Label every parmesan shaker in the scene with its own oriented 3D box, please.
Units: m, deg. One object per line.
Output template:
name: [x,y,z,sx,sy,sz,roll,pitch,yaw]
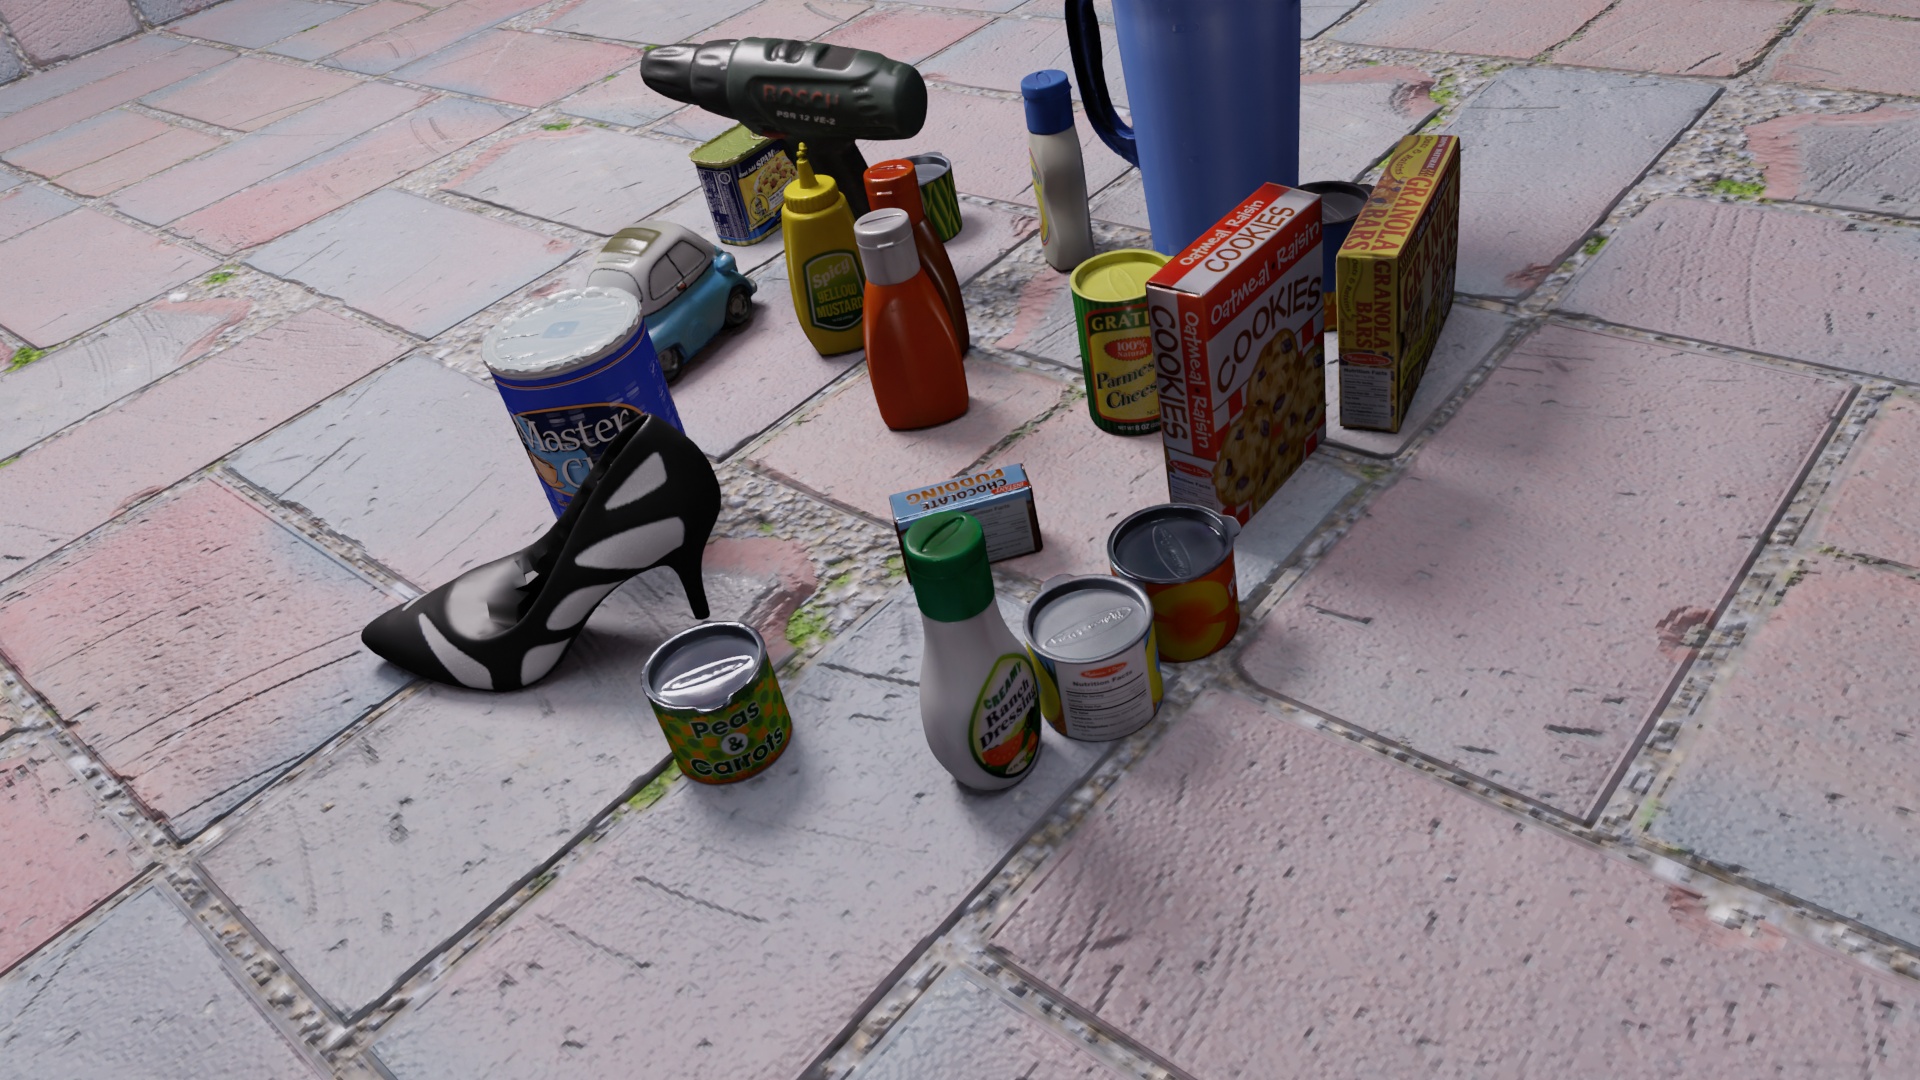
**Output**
parmesan shaker: [0.113,-0.128,0.899,0.071,0.102,0.072,-8,37,6]

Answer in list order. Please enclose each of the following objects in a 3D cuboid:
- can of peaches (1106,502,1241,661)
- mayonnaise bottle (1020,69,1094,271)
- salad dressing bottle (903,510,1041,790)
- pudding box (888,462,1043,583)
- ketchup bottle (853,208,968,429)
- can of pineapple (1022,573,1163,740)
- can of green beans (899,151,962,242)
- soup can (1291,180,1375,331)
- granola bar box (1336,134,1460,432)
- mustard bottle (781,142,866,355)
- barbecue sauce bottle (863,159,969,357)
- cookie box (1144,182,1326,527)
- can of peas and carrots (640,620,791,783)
can of peaches: [0.117,0.022,0.742,0.071,0.057,0.071,-8,37,6]
mayonnaise bottle: [0.075,-0.288,1.079,0.041,0.147,0.065,-14,37,-1]
salad dressing bottle: [0.004,0.054,0.660,0.044,0.147,0.064,21,49,37]
pudding box: [0.003,-0.010,0.824,0.084,0.049,0.030,-15,37,-3]
ketchup bottle: [-0.037,-0.147,0.929,0.065,0.148,0.044,-12,37,1]
can of pineapple: [0.068,0.058,0.710,0.071,0.057,0.071,-8,37,6]
can of green beans: [-0.035,-0.290,1.188,0.071,0.057,0.071,-8,37,6]
soup can: [0.255,-0.198,0.963,0.071,0.083,0.072,-8,37,6]
granola bar box: [0.280,-0.165,0.881,0.039,0.123,0.166,10,43,27]
mustard bottle: [-0.102,-0.216,1.029,0.065,0.159,0.049,-17,37,-5]
barbecue sauce bottle: [-0.036,-0.196,0.993,0.065,0.147,0.044,0,39,17]
cookie box: [0.162,-0.101,0.797,0.040,0.166,0.123,21,48,36]
can of peas and carrots: [-0.126,0.086,0.730,0.071,0.058,0.071,-8,37,6]
